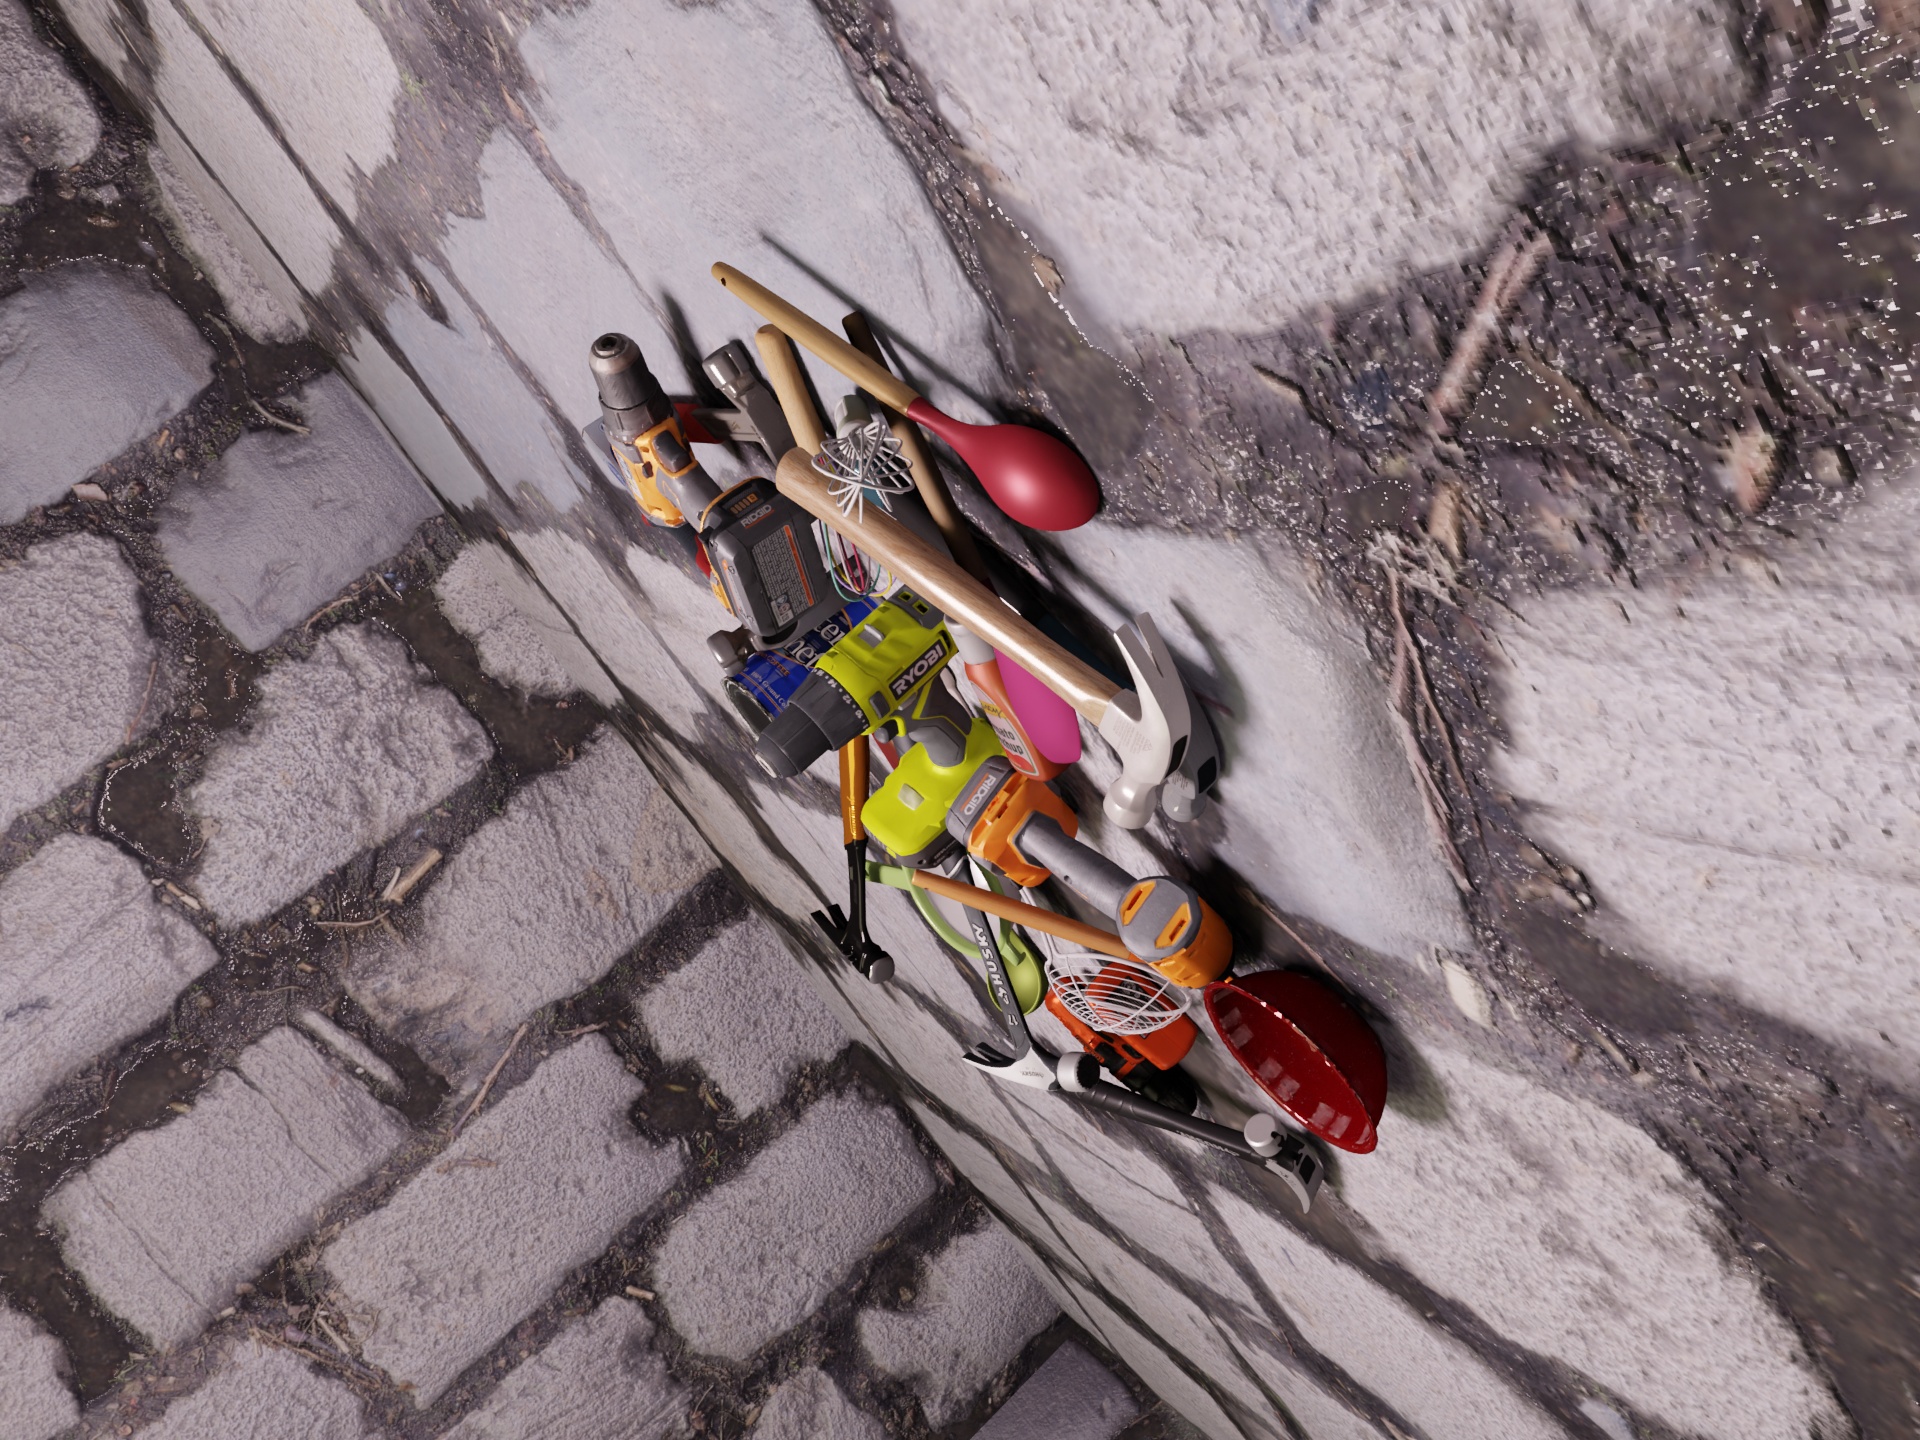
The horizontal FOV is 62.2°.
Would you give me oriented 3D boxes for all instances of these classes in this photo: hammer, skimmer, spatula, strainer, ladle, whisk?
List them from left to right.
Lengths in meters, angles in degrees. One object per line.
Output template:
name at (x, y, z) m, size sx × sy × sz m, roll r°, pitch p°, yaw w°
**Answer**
hammer at (-0.225, -0.246, 1.360) m, size 0.359 × 0.037 × 0.149 m, roll 19°, pitch 145°, yaw 59°
hammer at (-0.208, -0.156, 1.445) m, size 0.387 × 0.143 × 0.038 m, roll 45°, pitch 165°, yaw 56°
whisk at (-0.105, -0.184, 1.181) m, size 0.047 × 0.051 × 0.244 m, roll 40°, pitch 158°, yaw 46°
hammer at (-0.107, 0.097, 1.578) m, size 0.127 × 0.034 × 0.336 m, roll 39°, pitch 137°, yaw 45°
whisk at (-0.063, -0.170, 0.972) m, size 0.059 × 0.057 × 0.246 m, roll 11°, pitch -162°, yaw -10°
ladle at (-0.045, -0.204, 0.963) m, size 0.316 × 0.031 × 0.069 m, roll 38°, pitch 145°, yaw 24°
strainer at (-0.016, 0.147, 1.568) m, size 0.256 × 0.069 × 0.151 m, roll 2°, pitch 117°, yaw 55°
hammer at (0.002, 0.151, 1.445) m, size 0.149 × 0.036 × 0.409 m, roll -10°, pitch 104°, yaw 47°
hammer at (0.007, -0.074, 0.995) m, size 0.331 × 0.031 × 0.130 m, roll 38°, pitch 138°, yaw 20°
ladle at (0.020, 0.185, 1.634) m, size 0.078 × 0.062 × 0.319 m, roll 16°, pitch 141°, yaw 42°
hammer at (0.045, -0.069, 1.061) m, size 0.331 × 0.033 × 0.128 m, roll 44°, pitch 163°, yaw 20°
skimmer at (0.068, 0.117, 1.376) m, size 0.363 × 0.090 × 0.127 m, roll 60°, pitch 150°, yaw 5°
spatula at (0.111, 0.186, 1.281) m, size 0.322 × 0.041 × 0.081 m, roll 19°, pitch 161°, yaw 0°
hammer at (0.188, 0.372, 1.489) m, size 0.335 × 0.035 × 0.146 m, roll 8°, pitch 149°, yaw 46°

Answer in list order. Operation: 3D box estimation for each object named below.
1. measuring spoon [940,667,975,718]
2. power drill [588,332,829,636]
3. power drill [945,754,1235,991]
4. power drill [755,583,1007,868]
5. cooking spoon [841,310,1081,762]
measuring spoon at (-0.002, -0.004, 1.343) m, size 0.034 × 0.018 × 0.124 m, roll 24°, pitch 151°, yaw 54°
power drill at (-0.207, -0.191, 1.250) m, size 0.226 × 0.084 × 0.185 m, roll 44°, pitch 161°, yaw 32°
power drill at (0.111, 0.128, 1.221) m, size 0.227 × 0.084 × 0.164 m, roll 33°, pitch 175°, yaw 34°
power drill at (-0.050, 0.016, 1.226) m, size 0.080 × 0.190 × 0.228 m, roll 37°, pitch 163°, yaw 36°
cooking spoon at (0.000, -0.112, 1.017) m, size 0.069 × 0.017 × 0.318 m, roll -9°, pitch 110°, yaw 59°
